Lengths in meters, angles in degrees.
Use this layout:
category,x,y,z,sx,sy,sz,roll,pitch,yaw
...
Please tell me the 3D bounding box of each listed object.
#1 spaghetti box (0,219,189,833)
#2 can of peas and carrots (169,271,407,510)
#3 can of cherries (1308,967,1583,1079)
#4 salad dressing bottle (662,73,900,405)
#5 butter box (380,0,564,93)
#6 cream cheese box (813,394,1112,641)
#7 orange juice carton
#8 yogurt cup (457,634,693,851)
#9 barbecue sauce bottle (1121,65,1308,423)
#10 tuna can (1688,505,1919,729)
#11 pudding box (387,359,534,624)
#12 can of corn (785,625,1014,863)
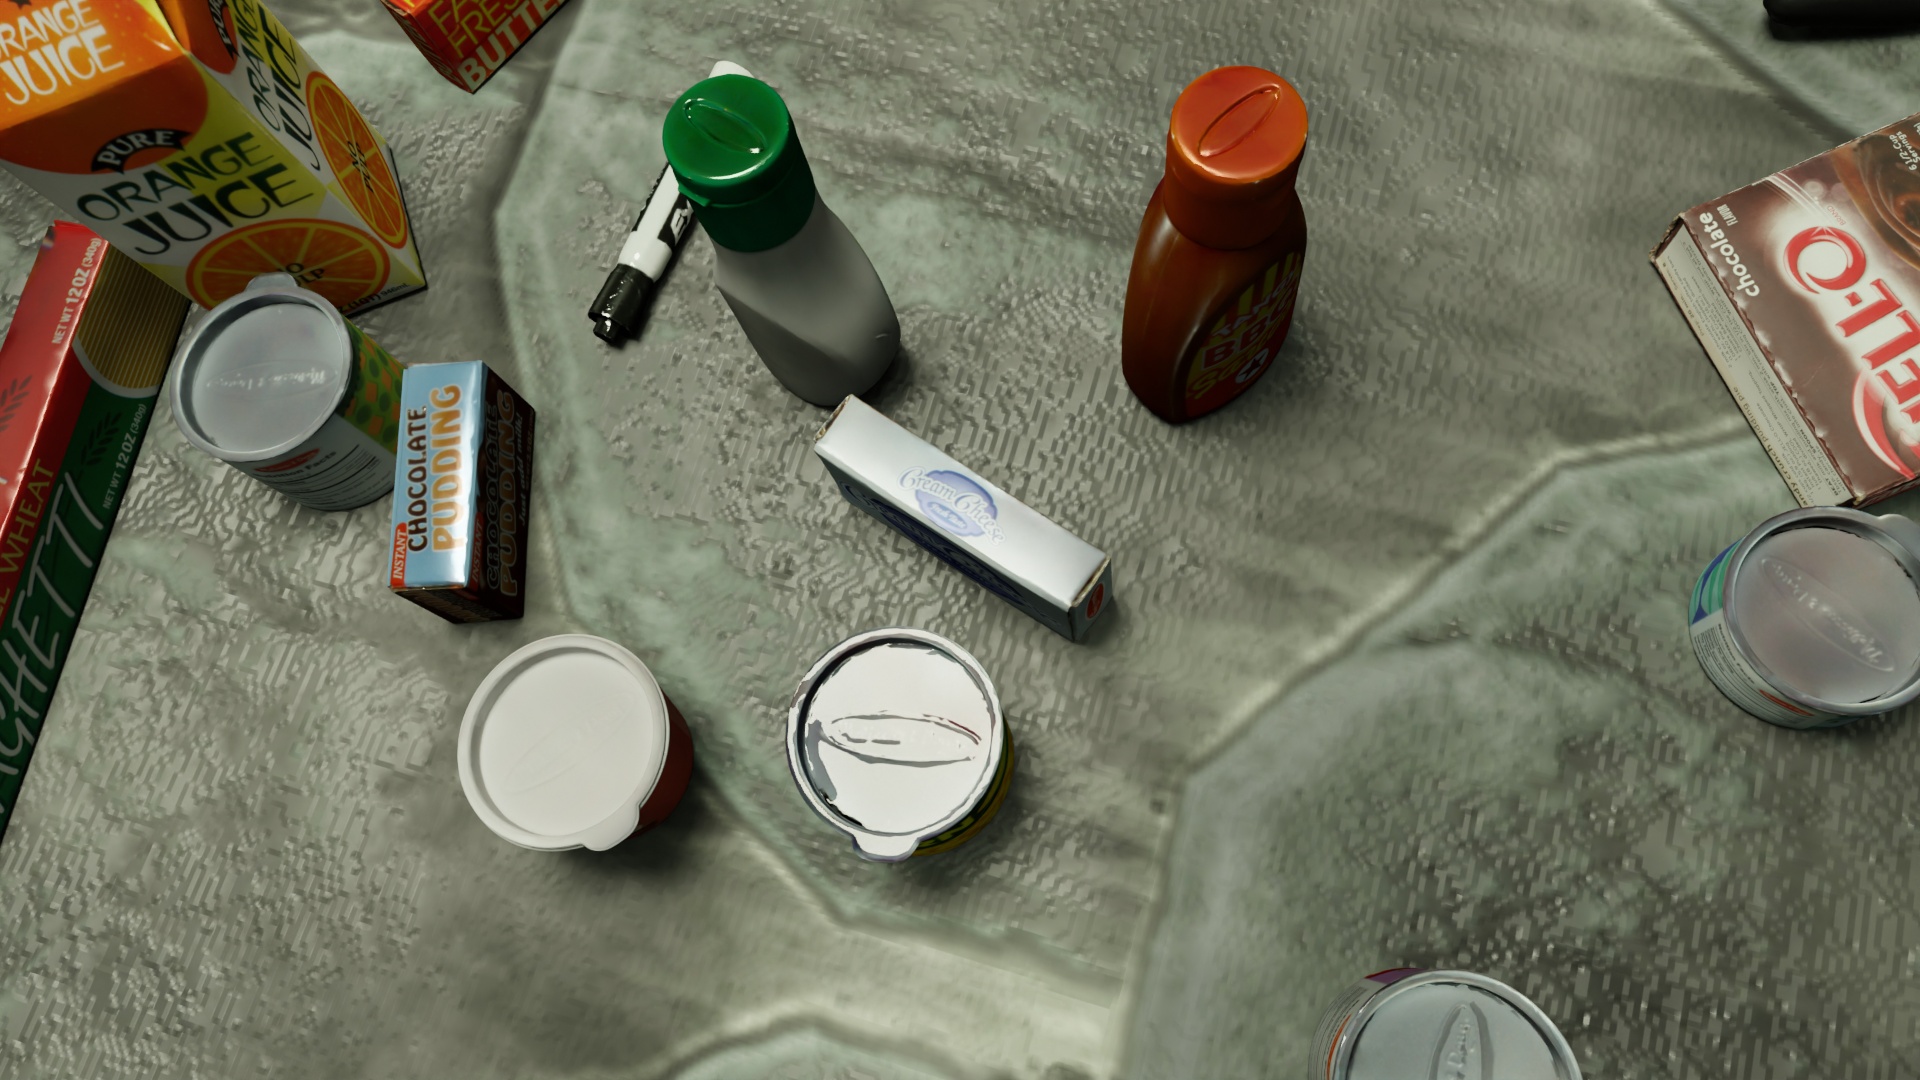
category,x,y,z,sx,sy,sz,roll,pitch,yaw
spaghetti box,-0.343,0.007,0.502,0.029,0.050,0.250,7,74,9
can of peas and carrots,-0.237,-0.052,0.504,0.071,0.058,0.071,-2,73,6
can of cherries,0.138,0.158,0.397,0.071,0.058,0.071,-2,73,6
salad dressing bottle,-0.056,-0.092,0.450,0.064,0.147,0.044,33,80,15
butter box,-0.180,-0.234,0.557,0.024,0.053,0.103,39,81,16
cream cheese box,0.002,-0.006,0.466,0.104,0.053,0.024,32,79,15
orange juice carton,-0.264,-0.145,0.466,0.072,0.192,0.073,-21,72,0
yogurt cup,-0.122,0.069,0.456,0.072,0.054,0.072,-2,73,6
barbecue sauce bottle,0.080,-0.089,0.433,0.065,0.148,0.044,-41,73,-6
tuna can,0.271,0.023,0.438,0.071,0.032,0.071,-2,73,6
pudding box,-0.176,-0.017,0.491,0.030,0.049,0.084,-4,72,5
can of corn,-0.017,0.068,0.442,0.071,0.058,0.071,-2,73,6
